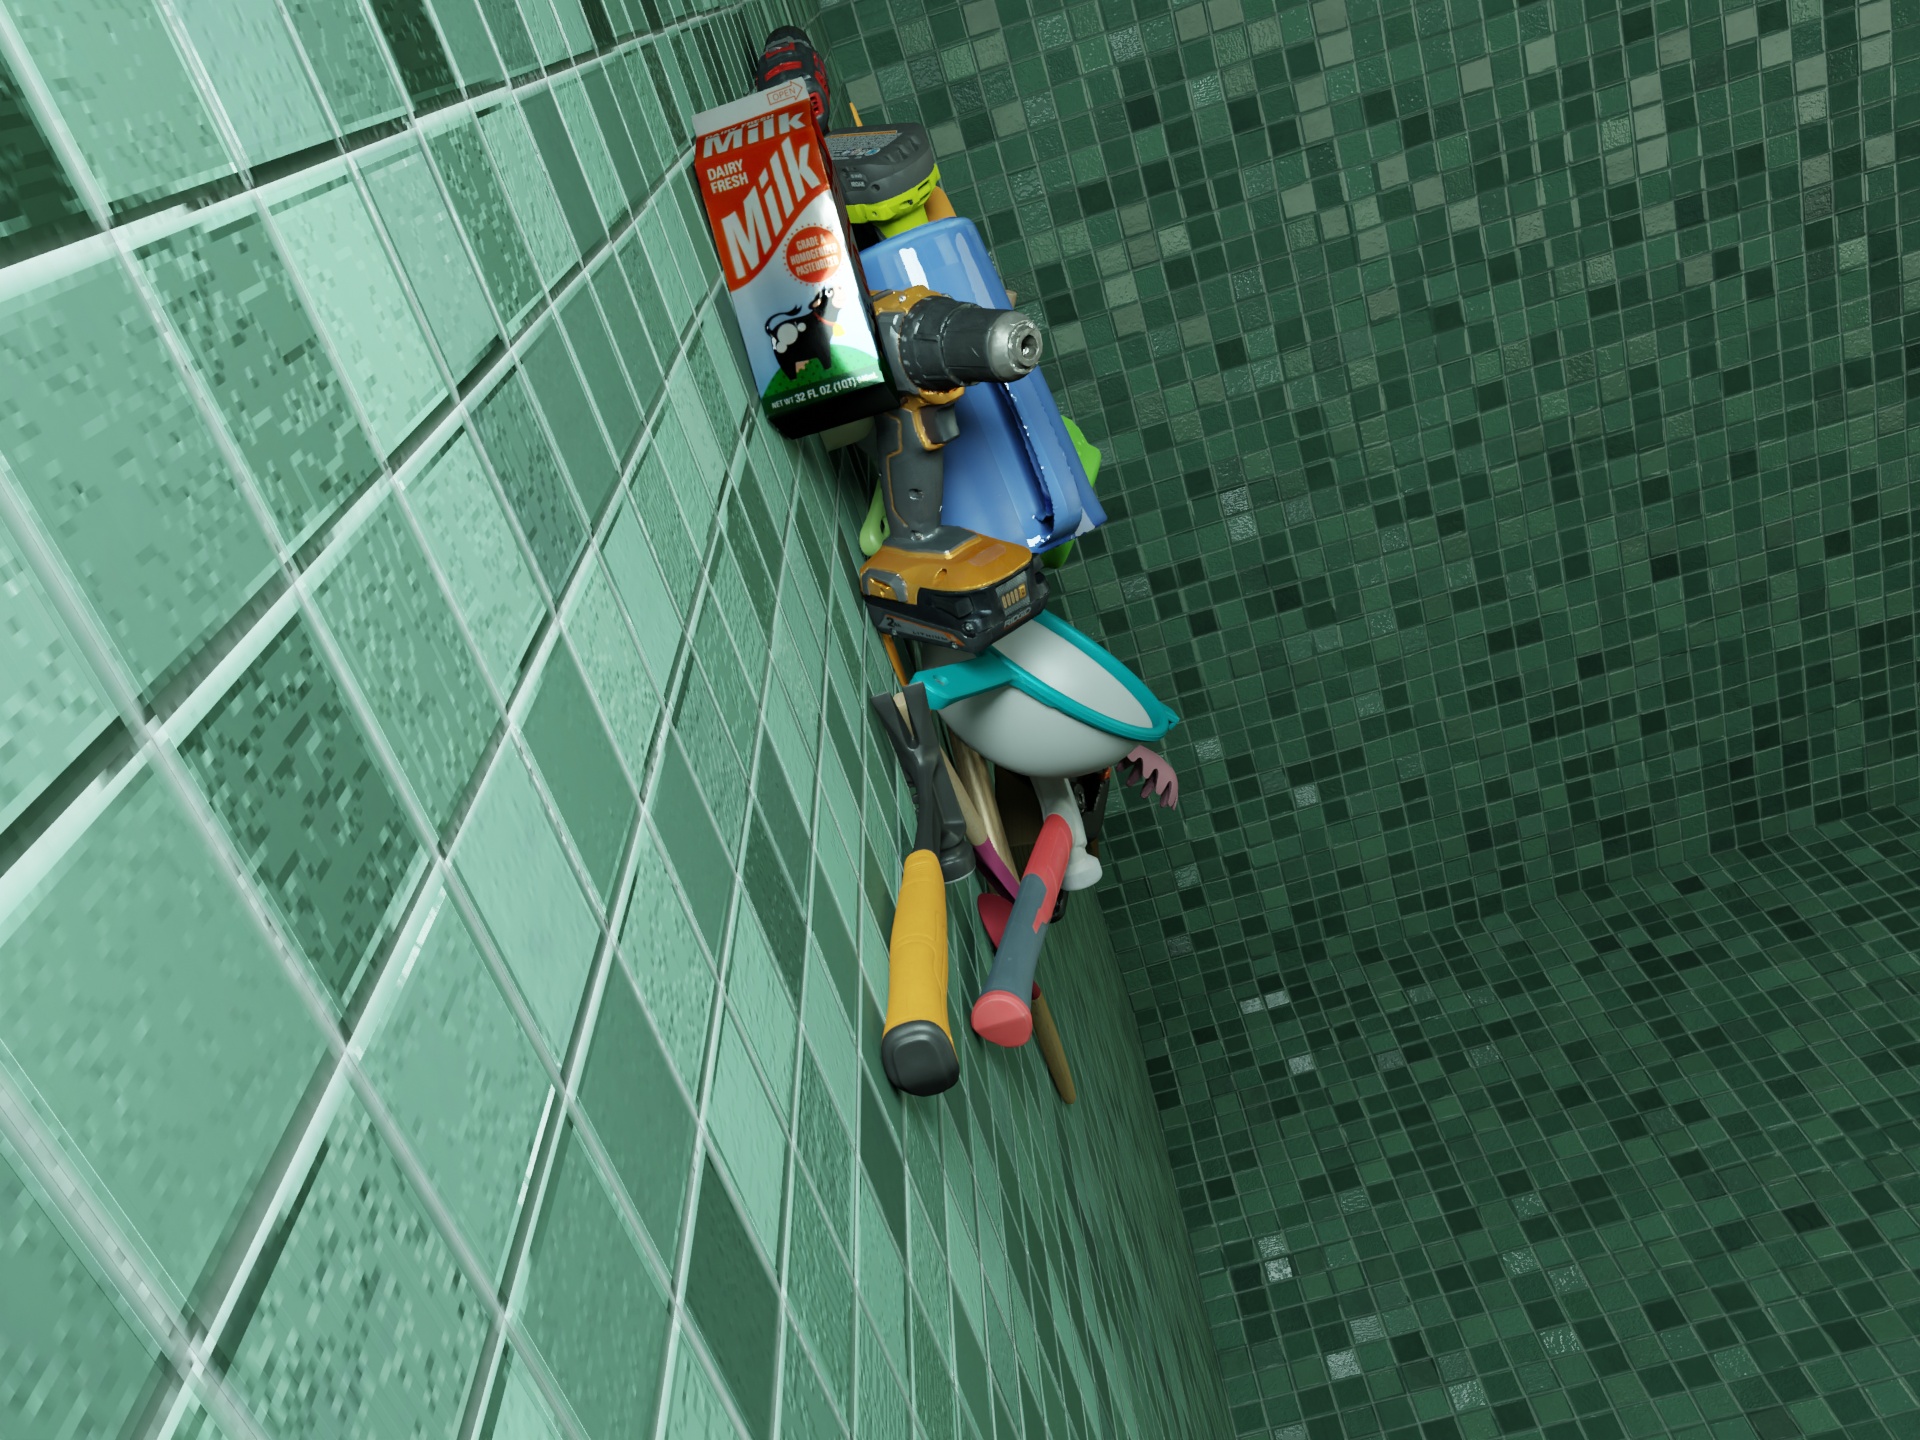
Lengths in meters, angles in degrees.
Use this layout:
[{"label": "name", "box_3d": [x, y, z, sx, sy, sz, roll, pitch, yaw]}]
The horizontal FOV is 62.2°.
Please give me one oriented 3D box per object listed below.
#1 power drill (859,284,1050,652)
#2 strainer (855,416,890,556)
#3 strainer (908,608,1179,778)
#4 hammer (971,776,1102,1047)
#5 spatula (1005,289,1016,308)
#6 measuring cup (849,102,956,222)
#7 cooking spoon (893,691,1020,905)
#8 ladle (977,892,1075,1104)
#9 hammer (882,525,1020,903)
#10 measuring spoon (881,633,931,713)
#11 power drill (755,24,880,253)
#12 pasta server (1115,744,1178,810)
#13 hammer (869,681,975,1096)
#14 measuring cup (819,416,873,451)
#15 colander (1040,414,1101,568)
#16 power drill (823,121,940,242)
[{"label": "power drill", "box_3d": [-0.007, -0.160, 1.001, 0.185, 0.084, 0.226, 15, -53, 44]}, {"label": "strainer", "box_3d": [-0.065, -0.212, 1.213, 0.151, 0.069, 0.257, 53, 35, -39]}, {"label": "strainer", "box_3d": [0.023, -0.010, 1.158, 0.211, 0.095, 0.340, 37, 19, 14]}, {"label": "hammer", "box_3d": [0.050, 0.118, 1.161, 0.386, 0.038, 0.143, -57, 129, -72]}, {"label": "spatula", "box_3d": [0.005, -0.229, 1.420, 0.060, 0.018, 0.315, -101, -157, -60]}, {"label": "measuring cup", "box_3d": [-0.041, -0.459, 1.378, 0.095, 0.052, 0.173, -97, 164, -75]}, {"label": "cooking spoon", "box_3d": [0.006, 0.074, 1.176, 0.069, 0.017, 0.318, 41, -13, 37]}, {"label": "ladle", "box_3d": [0.064, 0.242, 1.324, 0.315, 0.031, 0.069, 71, 2, -47]}, {"label": "hammer", "box_3d": [-0.002, -0.004, 1.352, 0.130, 0.031, 0.331, 38, 36, -81]}, {"label": "measuring spoon", "box_3d": [-0.039, -0.034, 1.148, 0.116, 0.011, 0.021, 67, 8, -52]}, {"label": "power drill", "box_3d": [-0.120, -0.498, 1.418, 0.188, 0.080, 0.226, -101, 170, -50]}, {"label": "pasta server", "box_3d": [0.089, -0.008, 1.495, 0.316, 0.040, 0.060, 32, -7, -22]}, {"label": "hammer", "box_3d": [-0.020, 0.086, 0.832, 0.337, 0.034, 0.127, -91, 165, -72]}, {"label": "measuring cup", "box_3d": [-0.092, -0.242, 1.075, 0.167, 0.038, 0.083, 64, 11, -74]}, {"label": "colander", "box_3d": [0.063, -0.197, 1.459, 0.397, 0.094, 0.204, -87, -164, -89]}, {"label": "power drill", "box_3d": [-0.061, -0.371, 1.324, 0.080, 0.171, 0.223, -48, 133, -31]}]
